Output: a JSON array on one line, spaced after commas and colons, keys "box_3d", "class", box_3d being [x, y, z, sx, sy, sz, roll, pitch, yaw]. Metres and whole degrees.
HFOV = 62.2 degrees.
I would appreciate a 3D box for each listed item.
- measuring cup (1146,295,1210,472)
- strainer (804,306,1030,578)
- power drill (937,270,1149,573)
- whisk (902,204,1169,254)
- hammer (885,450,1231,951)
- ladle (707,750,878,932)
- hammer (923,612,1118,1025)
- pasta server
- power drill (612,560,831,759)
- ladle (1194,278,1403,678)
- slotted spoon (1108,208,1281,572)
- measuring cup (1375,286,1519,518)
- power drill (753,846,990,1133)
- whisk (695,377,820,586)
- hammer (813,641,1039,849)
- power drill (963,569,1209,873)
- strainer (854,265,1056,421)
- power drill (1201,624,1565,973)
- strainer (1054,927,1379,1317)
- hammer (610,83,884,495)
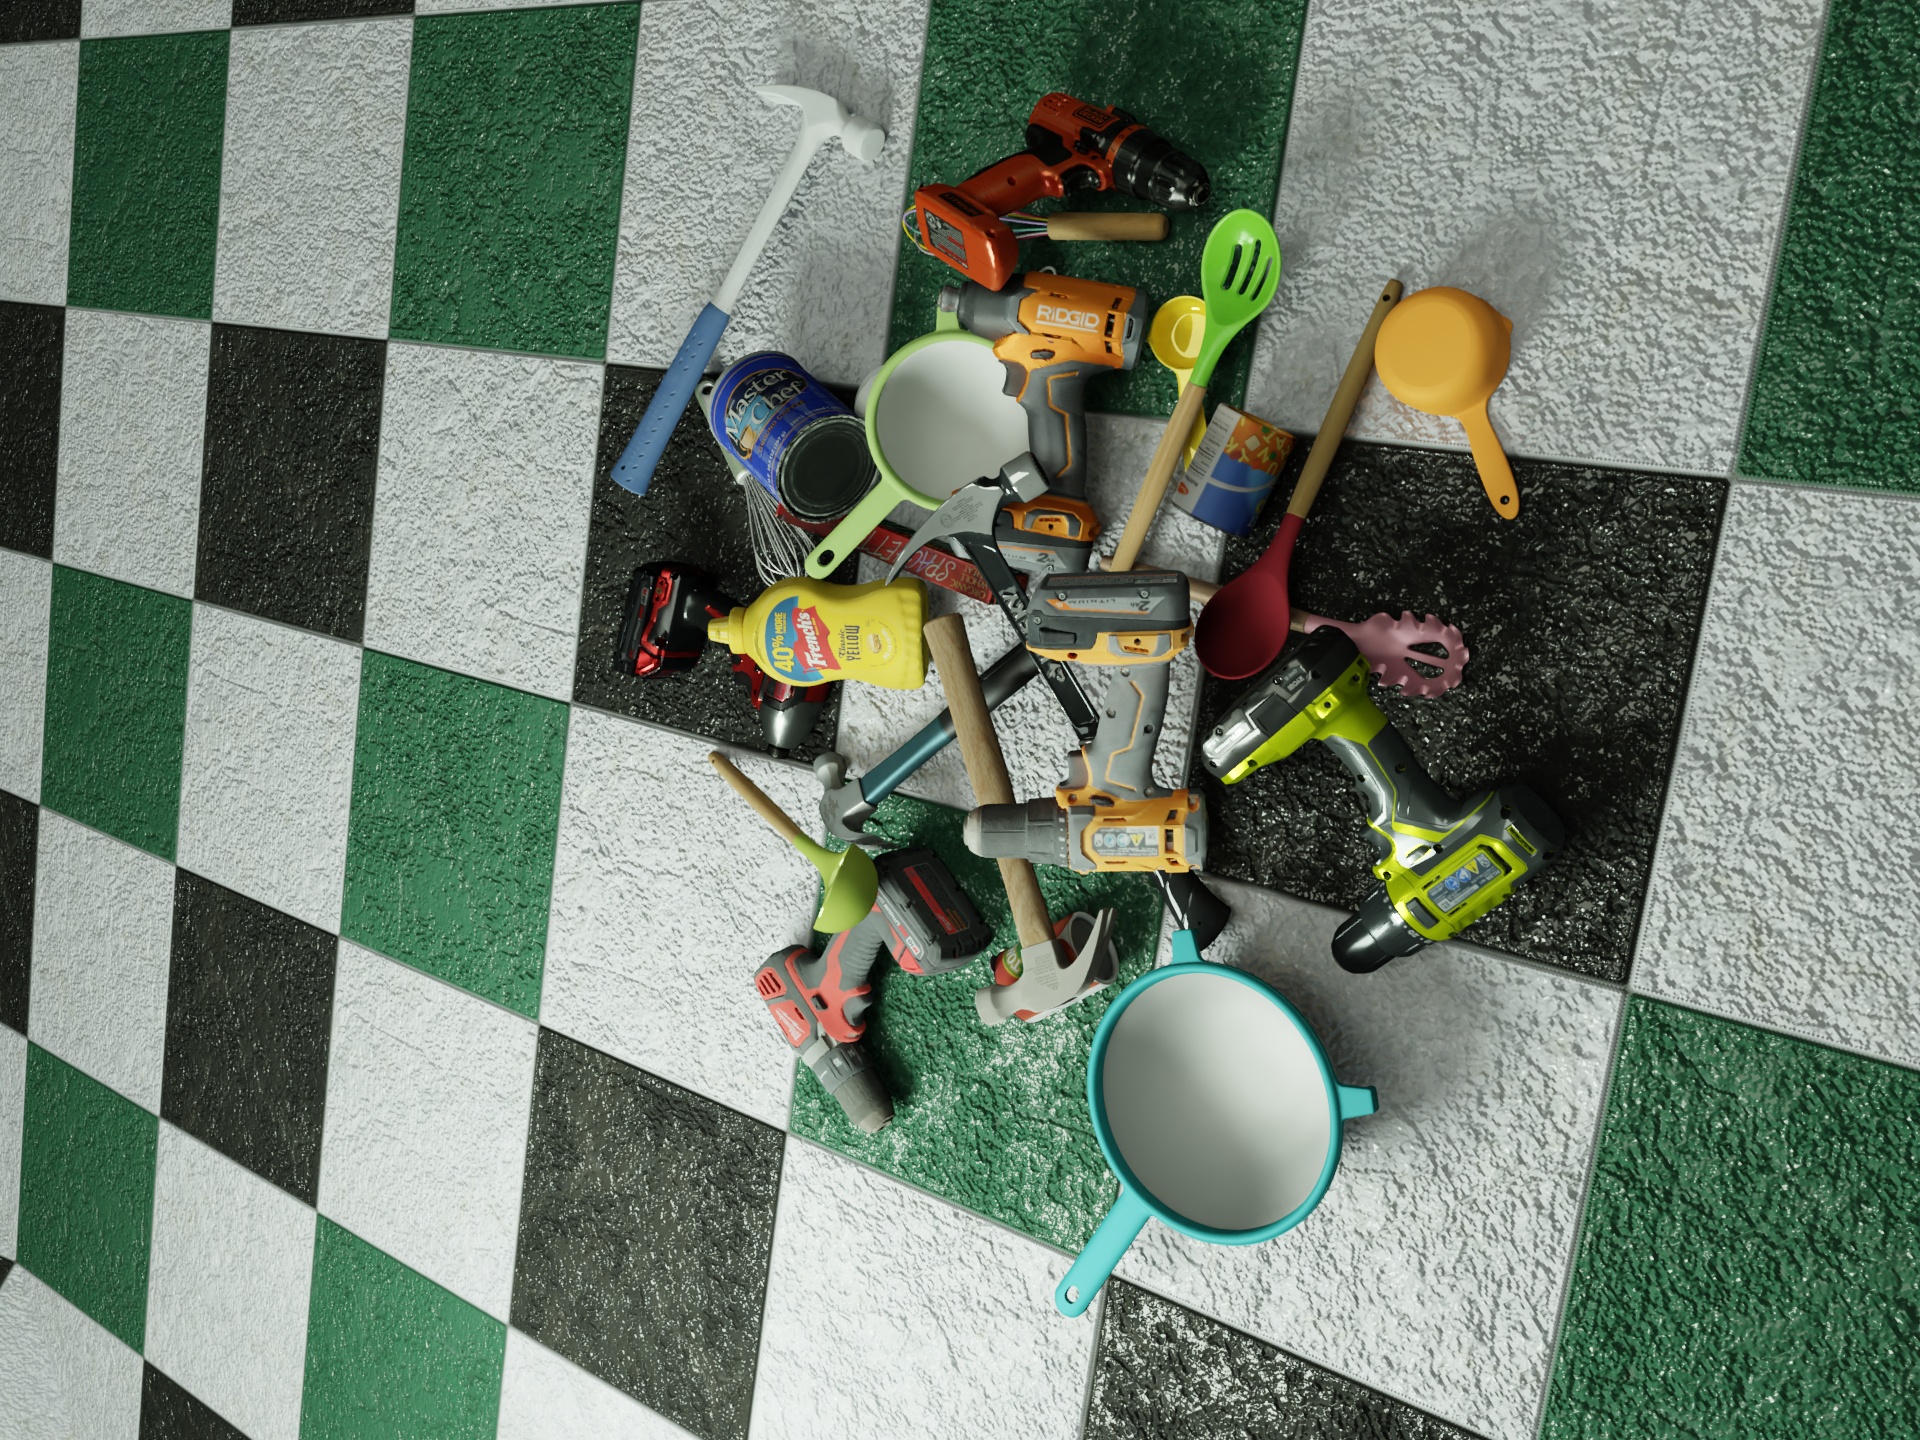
[{"box_3d": [0.185, -0.254, 1.250, 0.062, 0.029, 0.156, -2, 101, 28], "class": "measuring cup"}, {"box_3d": [-0.039, -0.219, 1.351, 0.151, 0.069, 0.256, 43, 107, -12], "class": "strainer"}, {"box_3d": [0.050, -0.240, 1.263, 0.164, 0.084, 0.226, 10, 106, 1], "class": "power drill"}, {"box_3d": [0.059, -0.408, 1.318, 0.245, 0.051, 0.047, 10, 119, 29], "class": "whisk"}, {"box_3d": [0.093, 0.003, 1.242, 0.149, 0.036, 0.409, -30, 95, 11], "class": "hammer"}, {"box_3d": [-0.166, 0.093, 1.426, 0.320, 0.062, 0.078, 36, 105, 49], "class": "ladle"}, {"box_3d": [0.033, 0.070, 1.287, 0.130, 0.031, 0.331, -21, 77, 23], "class": "hammer"}, {"box_3d": [0.238, -0.083, 1.212, 0.316, 0.040, 0.060, 21, 97, 32], "class": "pasta server"}, {"box_3d": [-0.216, -0.060, 1.497, 0.220, 0.078, 0.143, 22, 104, 28], "class": "power drill"}, {"box_3d": [0.258, -0.177, 1.180, 0.069, 0.031, 0.315, 26, 98, 23], "class": "ladle"}, {"box_3d": [0.171, -0.236, 1.226, 0.070, 0.031, 0.313, 36, 116, 32], "class": "slotted spoon"}, {"box_3d": [0.351, -0.223, 1.119, 0.095, 0.052, 0.174, -24, 77, 32], "class": "measuring cup"}, {"box_3d": [-0.074, 0.242, 1.419, 0.226, 0.080, 0.188, -47, 68, 29], "class": "power drill"}, {"box_3d": [-0.196, -0.223, 1.491, 0.058, 0.059, 0.246, -24, 71, -7], "class": "whisk"}, {"box_3d": [-0.002, -0.004, 1.363, 0.331, 0.033, 0.128, -40, 44, 24], "class": "hammer"}, {"box_3d": [0.091, 0.007, 1.188, 0.185, 0.084, 0.226, -1, 105, 8], "class": "power drill"}, {"box_3d": [-0.017, -0.306, 1.371, 0.258, 0.050, 0.087, -36, 77, 26], "class": "strainer"}, {"box_3d": [0.285, 0.064, 1.141, 0.228, 0.080, 0.190, 46, 124, 3], "class": "power drill"}, {"box_3d": [0.180, 0.335, 1.242, 0.211, 0.095, 0.340, 41, 116, 28], "class": "strainer"}, {"box_3d": [-0.222, -0.397, 1.481, 0.144, 0.035, 0.405, 40, 107, 26], "class": "hammer"}]
